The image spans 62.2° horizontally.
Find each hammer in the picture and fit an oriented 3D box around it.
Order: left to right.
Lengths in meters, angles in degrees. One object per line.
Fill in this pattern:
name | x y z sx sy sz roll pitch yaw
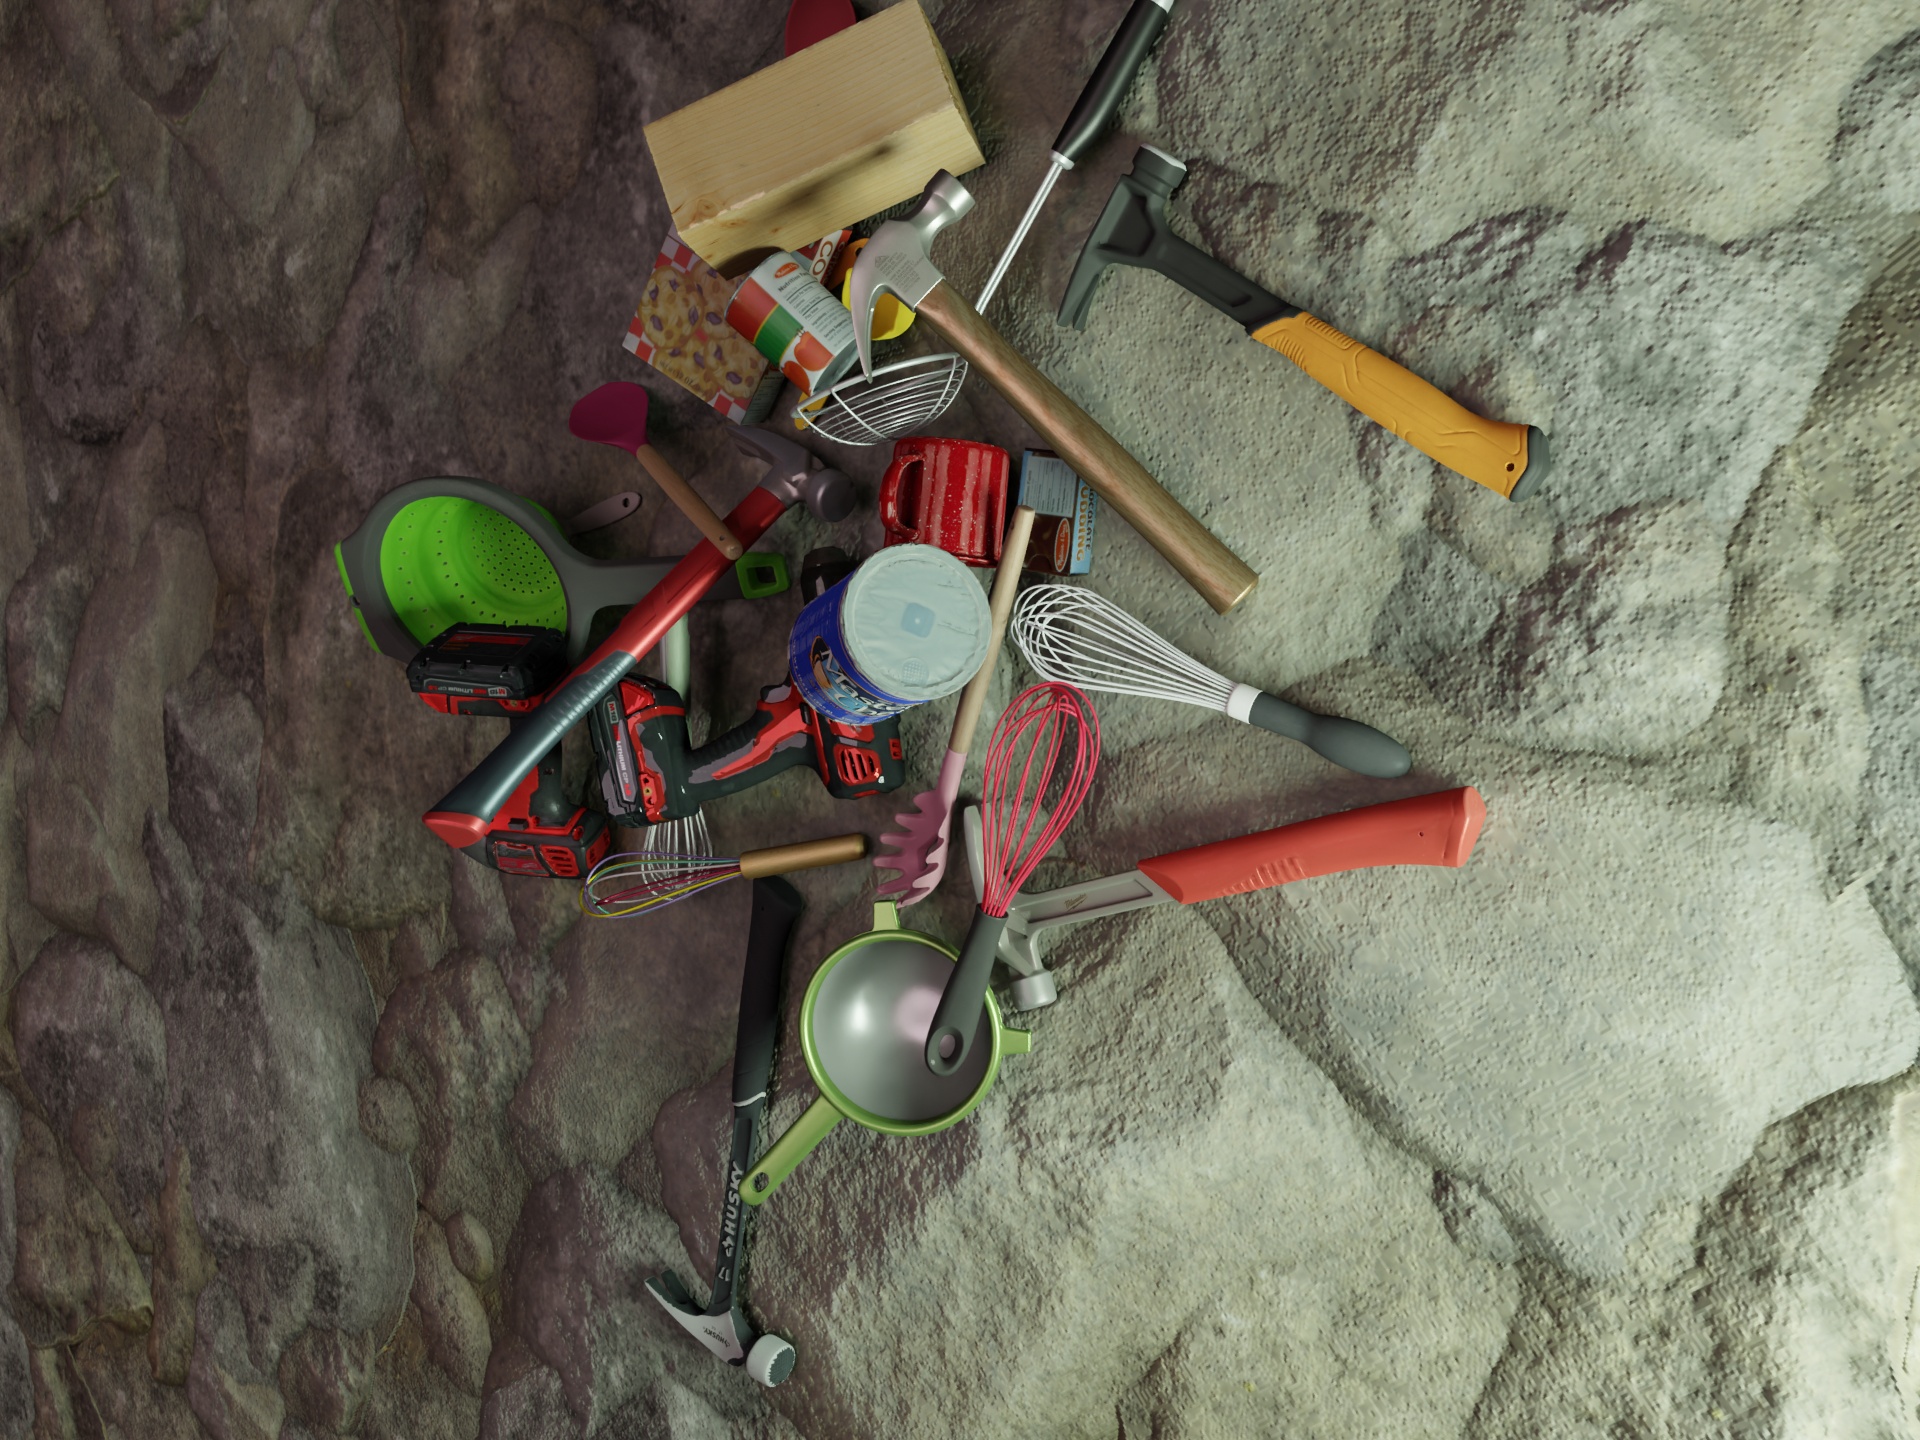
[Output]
hammer | -0.250 -0.065 1.167 0.386 0.038 0.143 -47 49 -13
hammer | -0.177 0.323 1.291 0.149 0.036 0.409 14 101 34
hammer | 0.060 -0.191 1.018 0.331 0.031 0.130 45 95 1
hammer | 0.161 0.089 1.038 0.359 0.036 0.149 -18 84 35
hammer | 0.209 -0.226 0.980 0.337 0.034 0.127 40 114 25

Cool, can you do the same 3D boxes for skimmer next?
skimmer | 0.011 -0.338 1.072 0.090 0.127 0.363 34 105 6

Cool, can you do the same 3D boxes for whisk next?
whisk | -0.229 0.029 1.277 0.058 0.059 0.246 -151 60 -63
whisk | -0.188 0.120 1.240 0.245 0.047 0.051 -11 105 15
whisk | 0.027 0.111 1.074 0.073 0.073 0.295 26 108 30
whisk | 0.154 -0.023 1.024 0.285 0.070 0.070 23 107 26

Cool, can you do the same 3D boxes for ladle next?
ladle | -0.148 -0.403 1.216 0.069 0.031 0.315 36 115 23

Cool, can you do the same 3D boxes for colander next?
colander | -0.317 -0.128 1.321 0.397 0.095 0.204 -1 121 17

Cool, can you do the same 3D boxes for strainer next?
strainer | -0.071 0.258 1.171 0.151 0.069 0.256 43 104 6

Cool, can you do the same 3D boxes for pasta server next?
pasta server | -0.002 -0.004 1.114 0.060 0.040 0.316 49 131 49

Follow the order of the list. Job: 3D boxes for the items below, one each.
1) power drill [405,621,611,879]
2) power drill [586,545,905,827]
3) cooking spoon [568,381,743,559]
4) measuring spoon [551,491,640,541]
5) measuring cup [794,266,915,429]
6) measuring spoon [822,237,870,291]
power drill | -0.380 0.033 1.330 0.143 0.079 0.219 4 120 14
power drill | -0.161 -0.020 1.193 0.226 0.080 0.188 -12 87 11
cooking spoon | -0.234 -0.196 1.227 0.069 0.017 0.319 -35 43 -8
measuring spoon | -0.321 -0.172 1.358 0.124 0.018 0.034 -16 85 34
measuring cup | -0.081 -0.276 1.187 0.062 0.029 0.156 53 131 17
measuring spoon | -0.107 -0.330 1.206 0.117 0.011 0.021 -28 87 29
